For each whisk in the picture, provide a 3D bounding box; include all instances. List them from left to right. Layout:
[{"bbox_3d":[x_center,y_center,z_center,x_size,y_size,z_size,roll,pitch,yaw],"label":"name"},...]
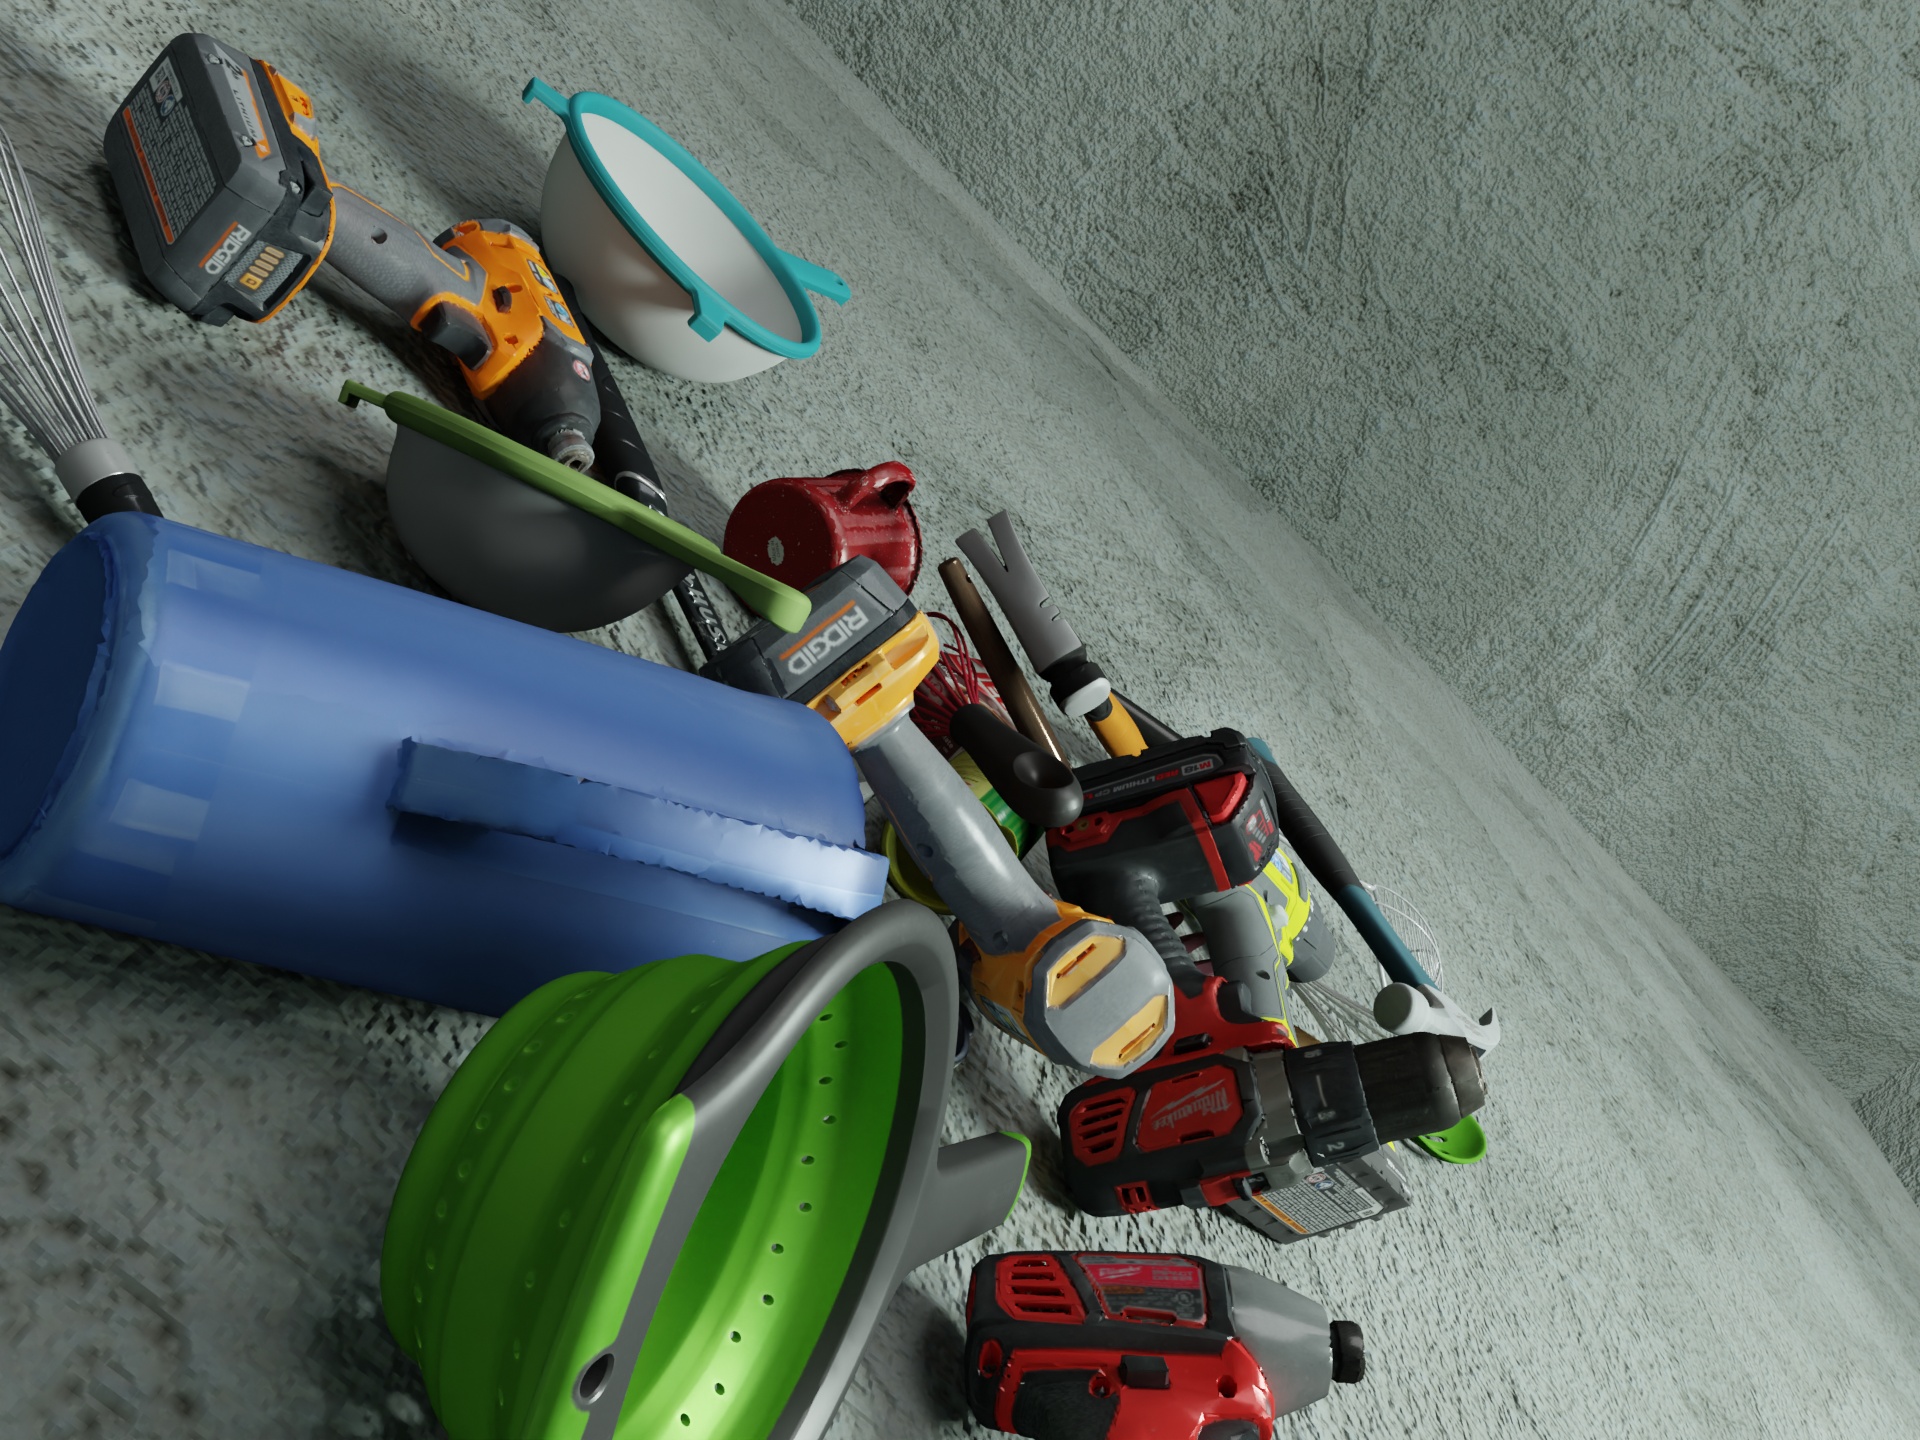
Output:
[{"bbox_3d":[-0.308,-0.109,0.538,0.285,0.070,0.070,55,22,8],"label":"whisk"},{"bbox_3d":[-0.001,-0.003,0.815,0.073,0.073,0.296,37,2,-25],"label":"whisk"},{"bbox_3d":[0.222,0.170,1.026,0.247,0.058,0.059,43,-22,32],"label":"whisk"}]

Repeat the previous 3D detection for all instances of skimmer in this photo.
[{"bbox_3d":[0.226,0.109,1.221,0.363,0.090,0.127,37,21,2],"label":"skimmer"}]

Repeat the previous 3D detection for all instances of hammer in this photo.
[{"bbox_3d":[-0.159,-0.106,0.846,0.149,0.036,0.409,21,33,-52],"label":"hammer"},{"bbox_3d":[0.083,-0.016,1.014,0.127,0.034,0.336,61,6,23],"label":"hammer"},{"bbox_3d":[0.261,0.112,1.086,0.128,0.033,0.331,30,20,-32],"label":"hammer"}]

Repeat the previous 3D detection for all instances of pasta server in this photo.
[{"bbox_3d":[0.071,0.045,0.907,0.316,0.040,0.060,62,24,-16],"label":"pasta server"}]

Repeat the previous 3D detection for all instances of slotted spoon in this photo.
[{"bbox_3d":[0.244,0.226,1.051,0.313,0.031,0.070,33,25,-29],"label":"slotted spoon"}]

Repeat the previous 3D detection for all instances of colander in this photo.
[{"bbox_3d":[-0.061,0.146,0.499,0.094,0.204,0.396,17,-5,18],"label":"colander"}]

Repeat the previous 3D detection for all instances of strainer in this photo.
[{"bbox_3d":[-0.149,-0.059,0.638,0.257,0.069,0.151,28,1,44],"label":"strainer"},{"bbox_3d":[-0.173,-0.294,1.076,0.211,0.095,0.340,54,18,7],"label":"strainer"}]

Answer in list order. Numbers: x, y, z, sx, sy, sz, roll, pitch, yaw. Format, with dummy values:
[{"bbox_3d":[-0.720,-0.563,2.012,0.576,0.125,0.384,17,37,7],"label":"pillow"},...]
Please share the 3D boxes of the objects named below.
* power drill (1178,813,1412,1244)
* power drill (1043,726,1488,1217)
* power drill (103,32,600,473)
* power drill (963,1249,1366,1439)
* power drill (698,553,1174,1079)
[{"bbox_3d":[0.177,0.163,0.889,0.190,0.080,0.229,44,29,-41],"label":"power drill"},{"bbox_3d":[0.132,0.115,0.758,0.080,0.188,0.227,61,18,-46],"label":"power drill"},{"bbox_3d":[-0.266,-0.204,0.751,0.226,0.084,0.164,21,33,-56],"label":"power drill"},{"bbox_3d":[0.071,0.261,0.501,0.143,0.078,0.220,2,27,1],"label":"power drill"},{"bbox_3d":[-0.014,0.046,0.686,0.226,0.084,0.185,53,-12,-9],"label":"power drill"}]
